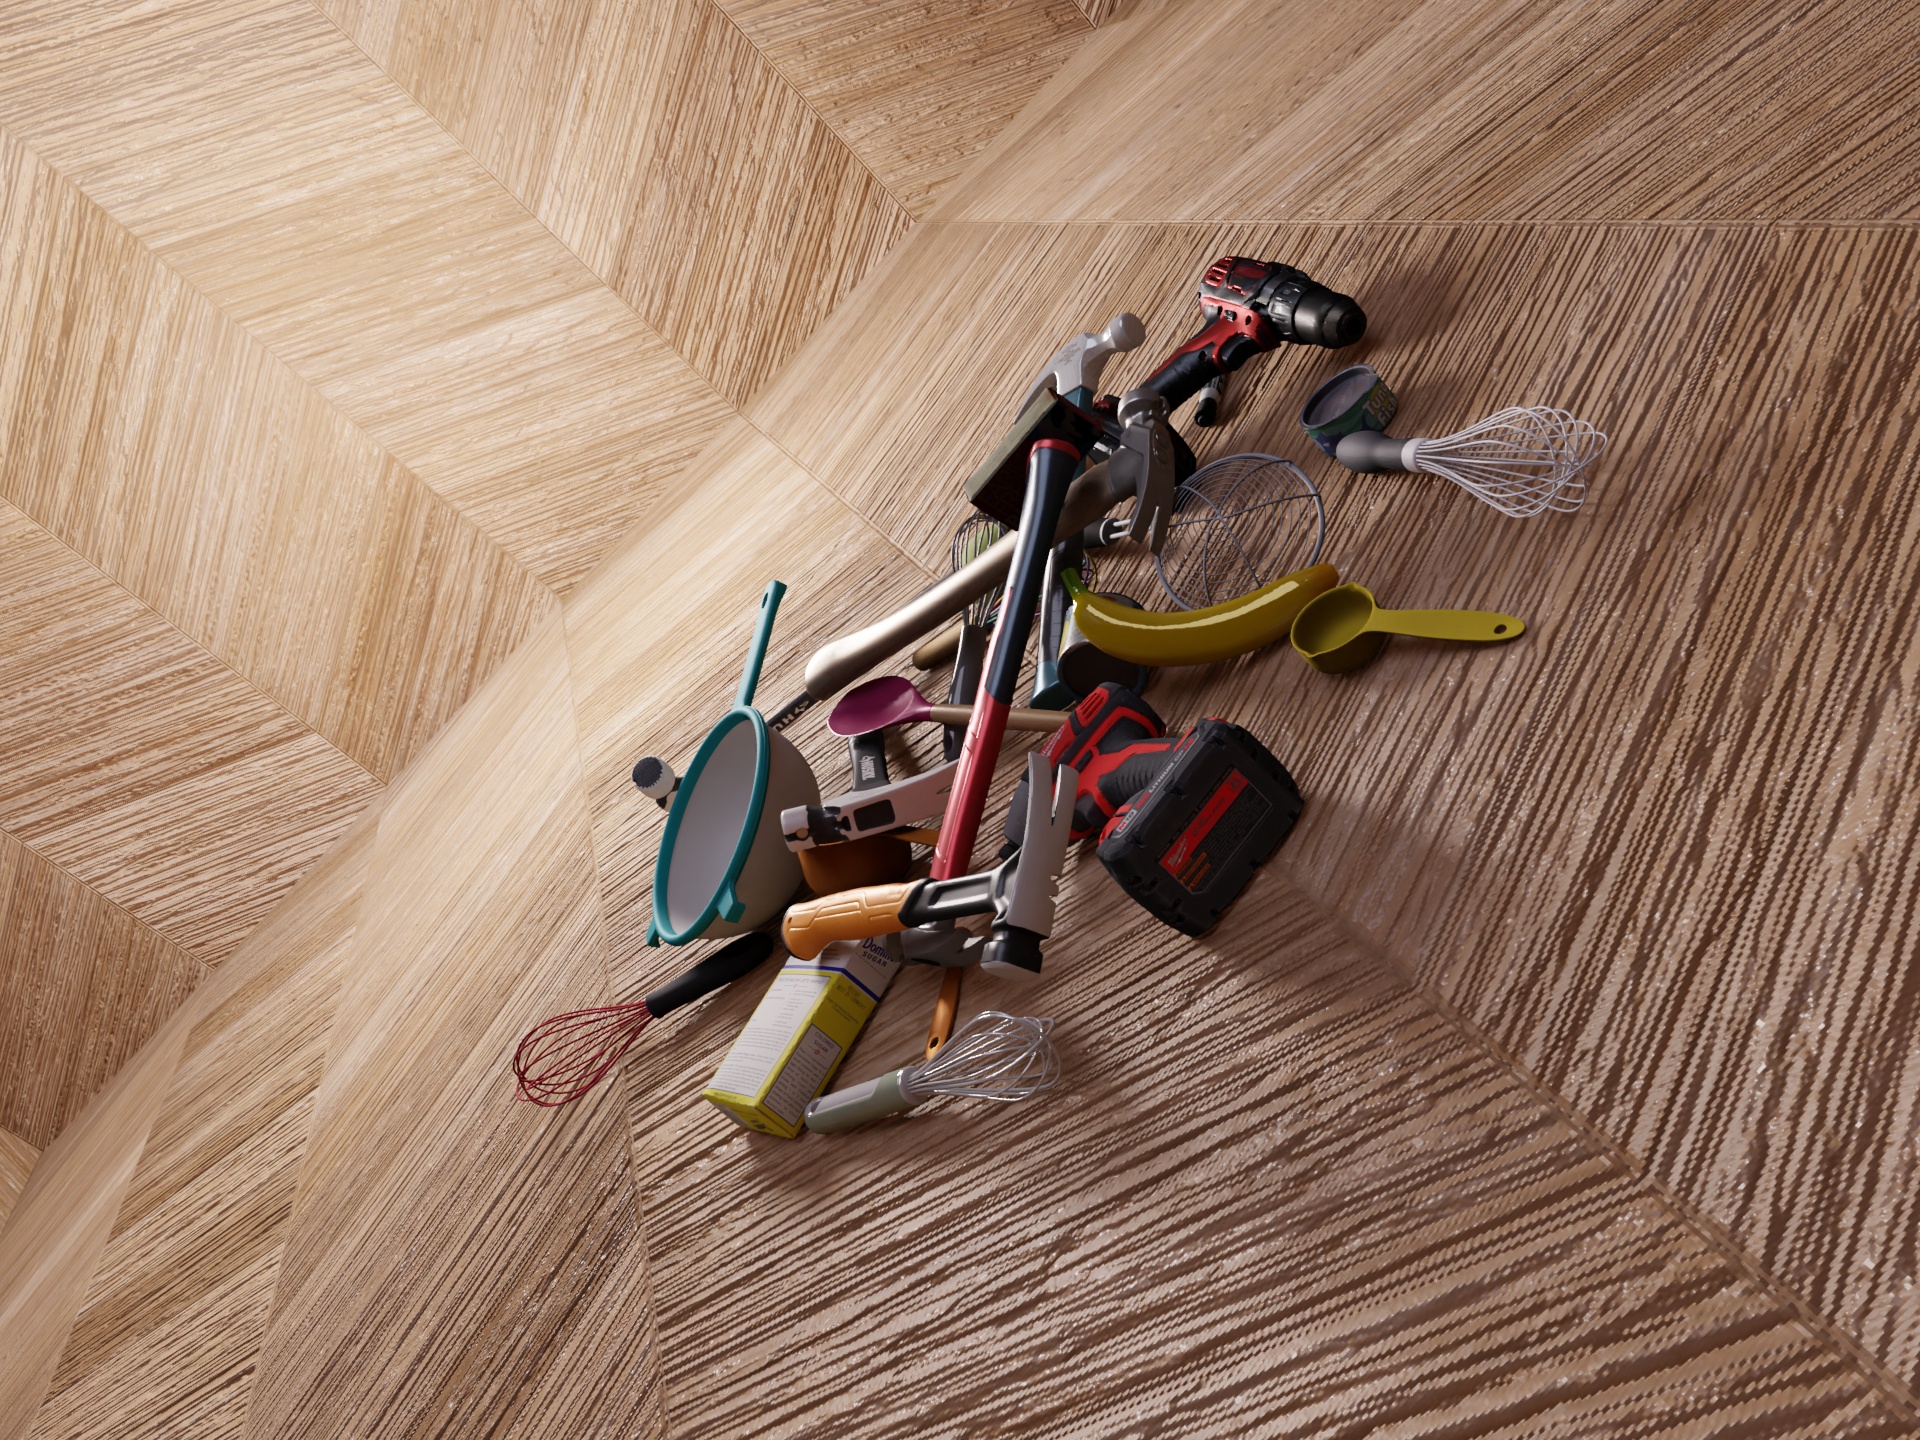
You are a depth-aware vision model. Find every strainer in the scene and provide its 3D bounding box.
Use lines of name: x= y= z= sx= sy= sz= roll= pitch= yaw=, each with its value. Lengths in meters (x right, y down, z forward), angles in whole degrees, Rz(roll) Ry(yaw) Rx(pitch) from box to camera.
strainer: x=-0.167 y=0.043 z=1.385 sx=0.211 sy=0.095 sz=0.341 roll=-25 pitch=48 yaw=56

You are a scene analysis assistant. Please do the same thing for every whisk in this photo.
whisk: x=0.035 y=-0.089 z=1.393 sx=0.245 sy=0.047 sz=0.051 roll=-28 pitch=27 yaw=47
whisk: x=-0.024 y=0.223 z=0.979 sx=0.246 sy=0.059 sz=0.058 roll=-30 pitch=16 yaw=45
whisk: x=-0.276 y=0.252 z=1.362 sx=0.296 sy=0.073 sz=0.073 roll=-31 pitch=27 yaw=20
whisk: x=0.313 y=-0.169 z=1.017 sx=0.070 sy=0.070 sz=0.285 roll=-47 pitch=18 yaw=-1
whisk: x=0.008 y=-0.074 z=1.331 sx=0.055 sy=0.055 sz=0.239 roll=-19 pitch=56 yaw=48

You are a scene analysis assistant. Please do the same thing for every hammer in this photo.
hammer: x=-0.114 y=-0.039 z=1.504 sx=0.409 sy=0.149 sz=0.036 roll=-38 pitch=60 yaw=1
hammer: x=0.087 y=-0.164 z=1.277 sx=0.128 sy=0.033 sz=0.331 roll=-20 pitch=56 yaw=48
hammer: x=-0.034 y=0.111 z=1.018 sx=0.337 sy=0.034 sz=0.127 roll=-22 pitch=50 yaw=58
hammer: x=-0.072 y=0.029 z=1.325 sx=0.146 sy=0.035 sz=0.335 roll=-15 pitch=14 yaw=-1
hammer: x=0.030 y=-0.022 z=1.094 sx=0.143 sy=0.038 sz=0.386 roll=-24 pitch=49 yaw=67
hammer: x=0.009 y=-0.104 z=1.268 sx=0.410 sy=0.038 sz=0.146 roll=-31 pitch=40 yaw=39

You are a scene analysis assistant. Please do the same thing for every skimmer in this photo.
skimmer: x=0.164 y=-0.140 z=1.255 sx=0.127 sy=0.090 sz=0.363 roll=-66 pitch=14 yaw=-3

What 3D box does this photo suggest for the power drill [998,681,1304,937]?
power drill: x=0.103 y=0.053 z=0.998 sx=0.143 sy=0.078 sz=0.220 roll=-50 pitch=20 yaw=-7

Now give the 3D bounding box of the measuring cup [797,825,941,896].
measuring cup: x=-0.051 y=0.105 z=1.201 sx=0.174 sy=0.052 sz=0.095 roll=5 pitch=23 yaw=45

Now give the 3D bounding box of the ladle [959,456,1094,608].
ladle: x=0.120 y=-0.225 z=1.438 sx=0.320 sy=0.062 sz=0.078 roll=-43 pitch=-12 yaw=0

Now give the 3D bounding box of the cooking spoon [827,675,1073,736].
cooking spoon: x=-0.002 y=-0.004 z=1.263 sx=0.319 sy=0.017 sz=0.069 roll=4 pitch=52 yaw=49

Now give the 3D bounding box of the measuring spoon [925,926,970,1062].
measuring spoon: x=-0.011 y=0.181 z=1.065 sx=0.021 sy=0.011 sz=0.117 roll=-32 pitch=27 yaw=32

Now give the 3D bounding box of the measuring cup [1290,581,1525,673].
measuring cup: x=0.268 y=-0.050 z=0.949 sx=0.157 sy=0.029 sz=0.062 roll=8 pitch=57 yaw=49

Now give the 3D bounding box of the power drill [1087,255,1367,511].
power drill: x=0.215 y=-0.284 z=1.319 sx=0.226 sy=0.080 sz=0.188 roll=-48 pitch=35 yaw=0
